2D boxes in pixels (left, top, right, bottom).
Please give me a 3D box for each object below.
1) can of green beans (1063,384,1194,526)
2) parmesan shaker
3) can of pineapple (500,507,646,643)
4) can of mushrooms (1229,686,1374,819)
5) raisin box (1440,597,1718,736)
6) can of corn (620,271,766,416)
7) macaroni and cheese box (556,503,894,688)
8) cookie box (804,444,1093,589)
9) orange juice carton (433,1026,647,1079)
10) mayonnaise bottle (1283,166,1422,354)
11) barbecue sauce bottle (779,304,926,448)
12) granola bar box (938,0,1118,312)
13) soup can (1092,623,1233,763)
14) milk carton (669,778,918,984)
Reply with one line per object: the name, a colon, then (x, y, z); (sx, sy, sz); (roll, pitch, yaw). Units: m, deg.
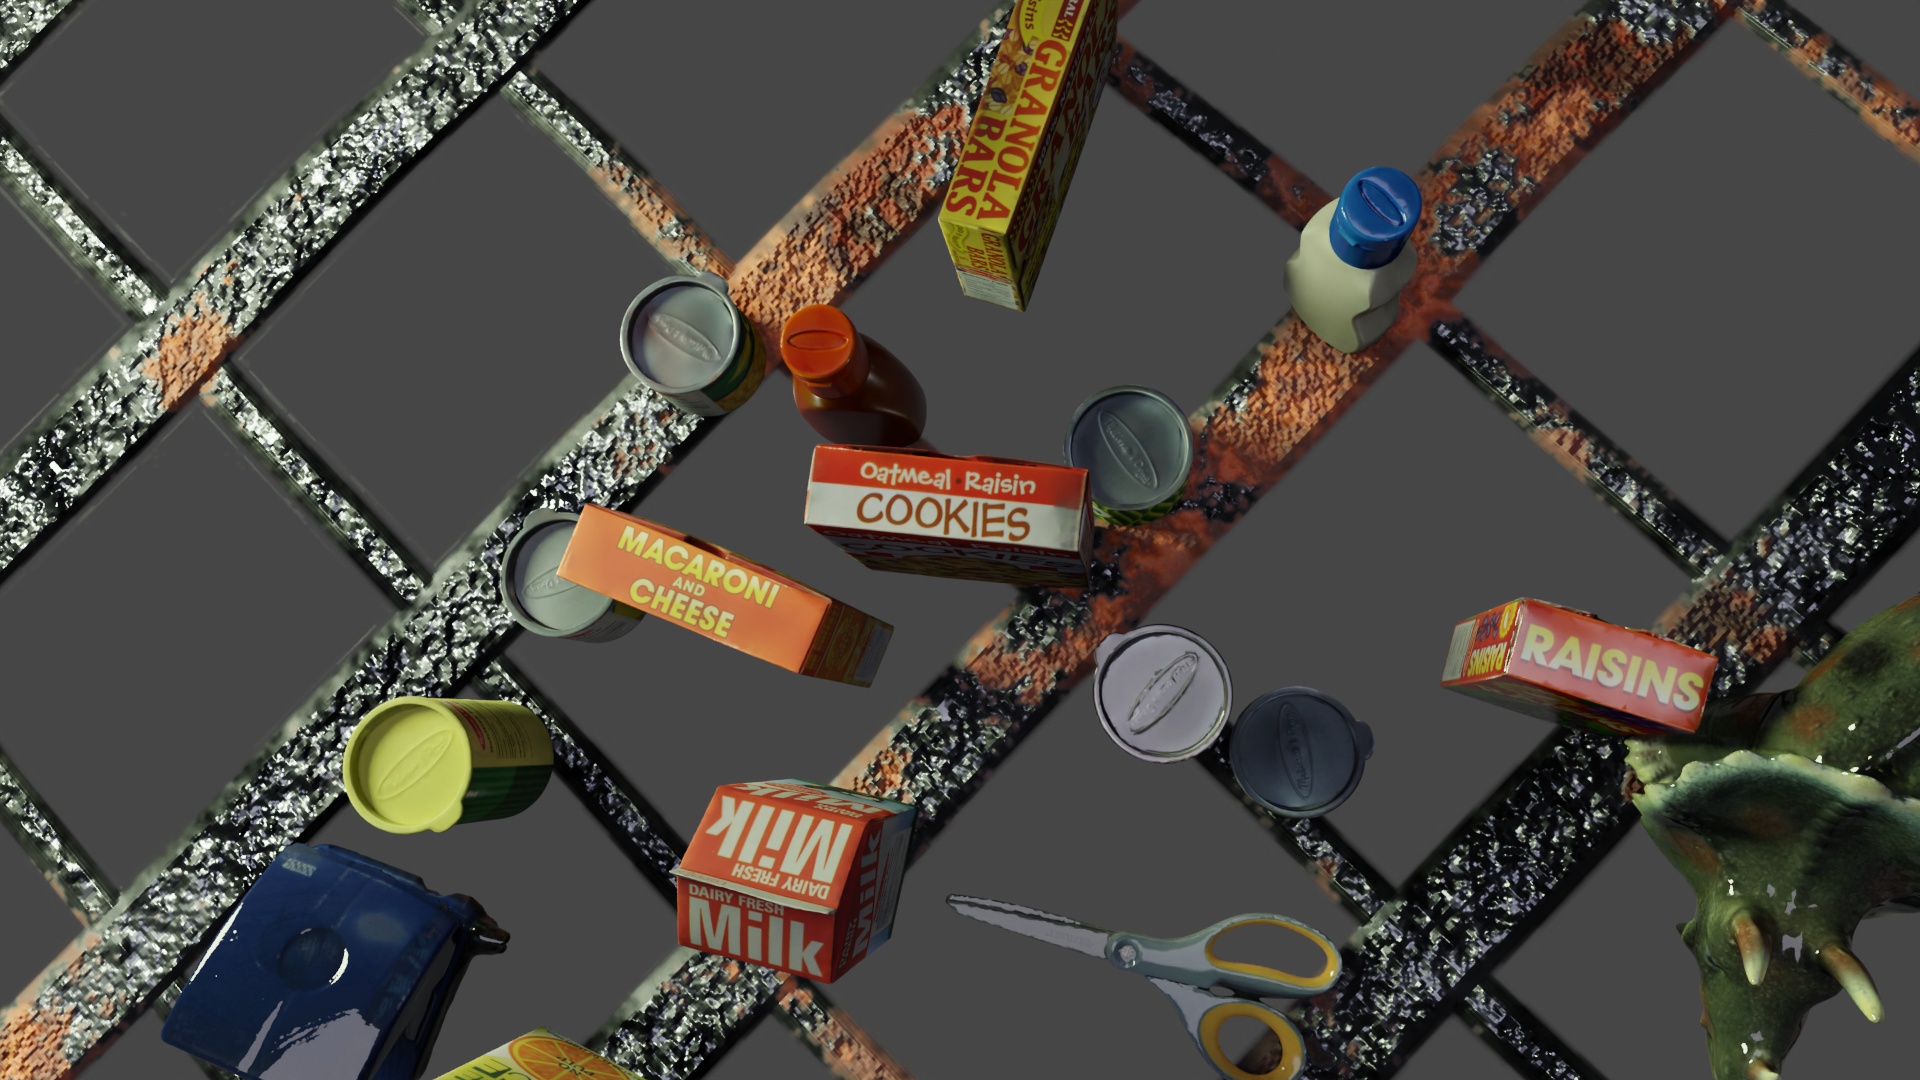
can of green beans: (0.089, -0.044, 0.734); (0.071, 0.058, 0.071); (-1, 81, 6)
parmesan shaker: (-0.262, 0.118, 0.725); (0.071, 0.103, 0.071); (-1, 82, 6)
can of pineapple: (-0.207, 0.020, 0.757); (0.071, 0.058, 0.071); (-1, 81, 6)
can of mushrooms: (0.174, 0.108, 0.714); (0.071, 0.033, 0.071); (-1, 81, 6)
raisin box: (0.289, 0.062, 0.662); (0.086, 0.123, 0.040); (18, 84, 9)
can of corn: (-0.145, -0.109, 0.770); (0.071, 0.058, 0.071); (-1, 81, 6)
macaroni and cheese box: (-0.108, 0.030, 0.690); (0.124, 0.166, 0.040); (21, 85, 9)
cookie box: (0.002, -0.009, 0.683); (0.123, 0.167, 0.040); (5, 82, 7)
orange juice carton: (-0.218, 0.293, 0.647); (0.072, 0.192, 0.073); (23, 85, 9)
mayonnaise bottle: (0.197, -0.140, 0.692); (0.041, 0.148, 0.065); (-40, 80, 0)
barbecue sauce bottle: (-0.057, -0.081, 0.710); (0.065, 0.148, 0.044); (2, 82, 7)
granola bar box: (0.040, -0.218, 0.733); (0.039, 0.124, 0.165); (18, 84, 9)
soup can: (0.099, 0.076, 0.701); (0.071, 0.083, 0.071); (-1, 81, 6)
milk carton: (-0.075, 0.156, 0.654); (0.072, 0.190, 0.073); (11, 83, 8)
